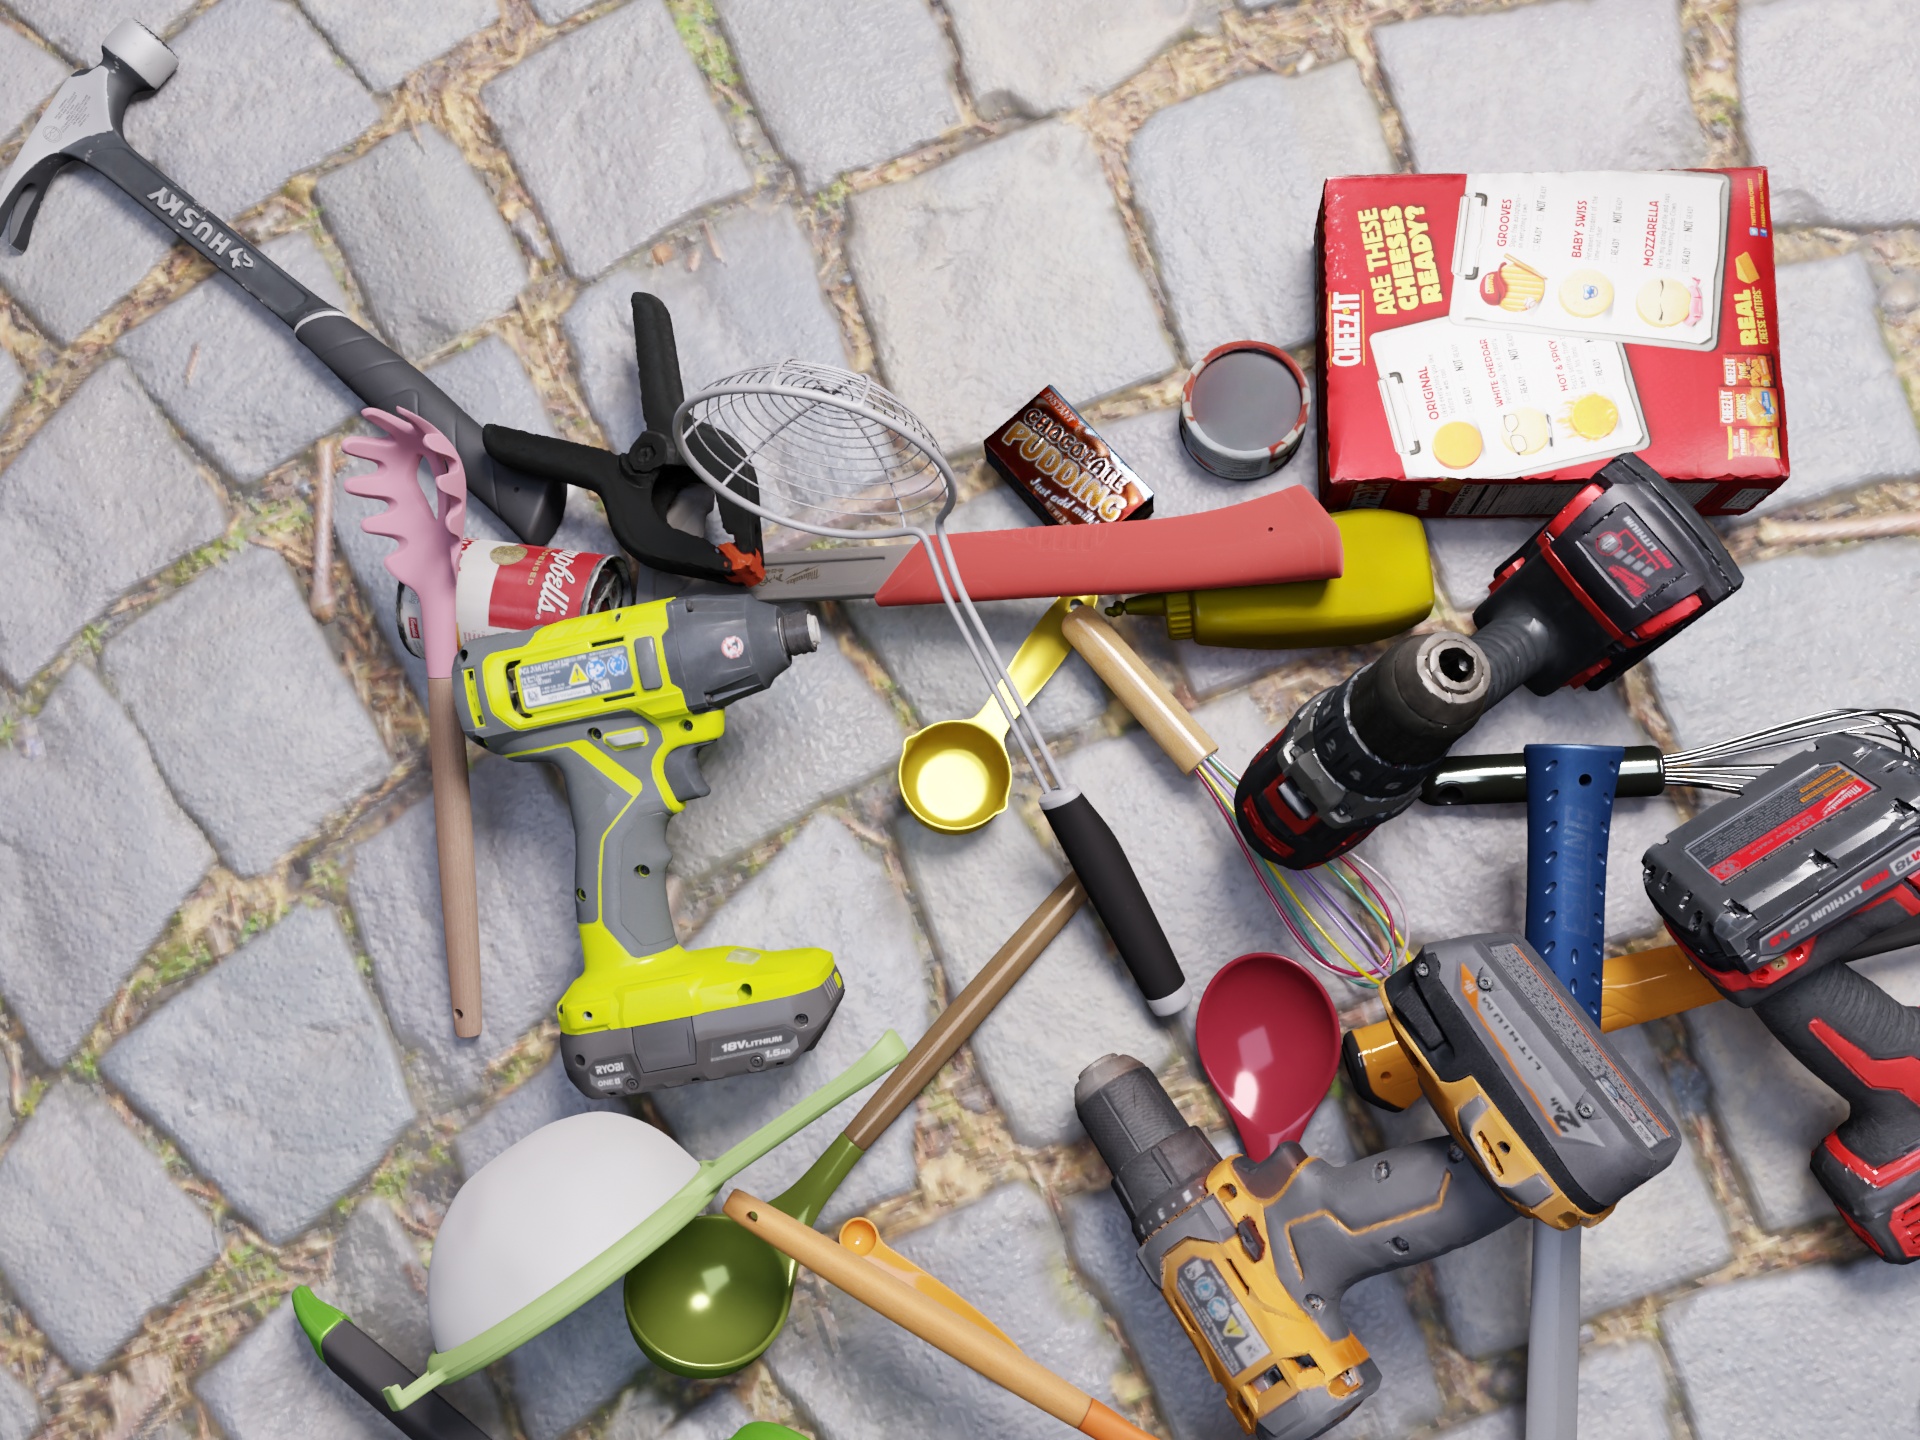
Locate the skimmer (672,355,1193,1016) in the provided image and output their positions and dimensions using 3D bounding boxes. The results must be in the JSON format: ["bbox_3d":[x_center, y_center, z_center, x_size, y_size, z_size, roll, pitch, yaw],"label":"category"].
[{"bbox_3d":[-0.001,-0.002,0.730,0.090,0.127,0.363,-36,103,-36],"label":"skimmer"}]

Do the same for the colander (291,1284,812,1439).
[{"bbox_3d":[-0.147,0.347,0.728,0.397,0.204,0.094,25,48,25],"label":"colander"}]

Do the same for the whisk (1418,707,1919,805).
[{"bbox_3d":[0.344,0.023,0.768,0.246,0.057,0.059,-3,45,8],"label":"whisk"}]

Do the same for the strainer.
[{"bbox_3d":[-0.143,0.192,0.707,0.256,0.151,0.069,-35,87,8],"label":"strainer"}]

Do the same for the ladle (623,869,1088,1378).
[{"bbox_3d":[-0.037,0.182,0.769,0.078,0.062,0.320,39,83,24],"label":"ladle"}]

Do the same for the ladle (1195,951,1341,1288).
[{"bbox_3d":[0.148,0.268,0.747,0.069,0.031,0.315,-3,81,20],"label":"ladle"}]

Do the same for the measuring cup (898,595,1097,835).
[{"bbox_3d":[0.024,-0.008,0.818,0.062,0.029,0.156,34,72,7],"label":"measuring cup"}]

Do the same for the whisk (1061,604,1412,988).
[{"bbox_3d":[0.135,0.037,0.786,0.047,0.051,0.245,-35,76,-24],"label":"whisk"}]

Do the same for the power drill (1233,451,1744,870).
[{"bbox_3d":[0.232,-0.027,0.696,0.226,0.187,0.080,-32,77,-19],"label":"power drill"}]

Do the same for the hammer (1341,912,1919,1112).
[{"bbox_3d":[0.342,0.110,0.737,0.337,0.034,0.127,-17,105,6],"label":"hammer"}]

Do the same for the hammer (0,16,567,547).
[{"bbox_3d":[-0.377,-0.229,0.893,0.409,0.036,0.149,39,86,11],"label":"hammer"}]

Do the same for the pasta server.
[{"bbox_3d":[-0.259,0.006,0.785,0.060,0.040,0.316,3,100,25],"label":"pasta server"}]

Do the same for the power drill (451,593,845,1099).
[{"bbox_3d":[-0.135,0.055,0.763,0.171,0.080,0.223,-11,93,5],"label":"power drill"}]

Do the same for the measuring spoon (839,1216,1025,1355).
[{"bbox_3d":[-0.011,0.282,0.771,0.117,0.011,0.021,38,85,8],"label":"measuring spoon"}]

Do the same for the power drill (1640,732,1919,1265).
[{"bbox_3d":[0.407,0.121,0.683,0.143,0.079,0.219,-35,105,11],"label":"power drill"}]

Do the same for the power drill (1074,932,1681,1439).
[{"bbox_3d":[0.162,0.182,0.689,0.226,0.084,0.185,-47,62,24],"label":"power drill"}]

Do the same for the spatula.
[{"bbox_3d":[0.034,0.298,0.719,0.322,0.041,0.081,29,84,7],"label":"spatula"}]

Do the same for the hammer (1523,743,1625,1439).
[{"bbox_3d":[0.260,0.213,0.706,0.144,0.035,0.405,2,90,8],"label":"hammer"}]

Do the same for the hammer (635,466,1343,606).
[{"bbox_3d":[0.006,-0.067,0.791,0.359,0.036,0.149,-1,78,16],"label":"hammer"}]
